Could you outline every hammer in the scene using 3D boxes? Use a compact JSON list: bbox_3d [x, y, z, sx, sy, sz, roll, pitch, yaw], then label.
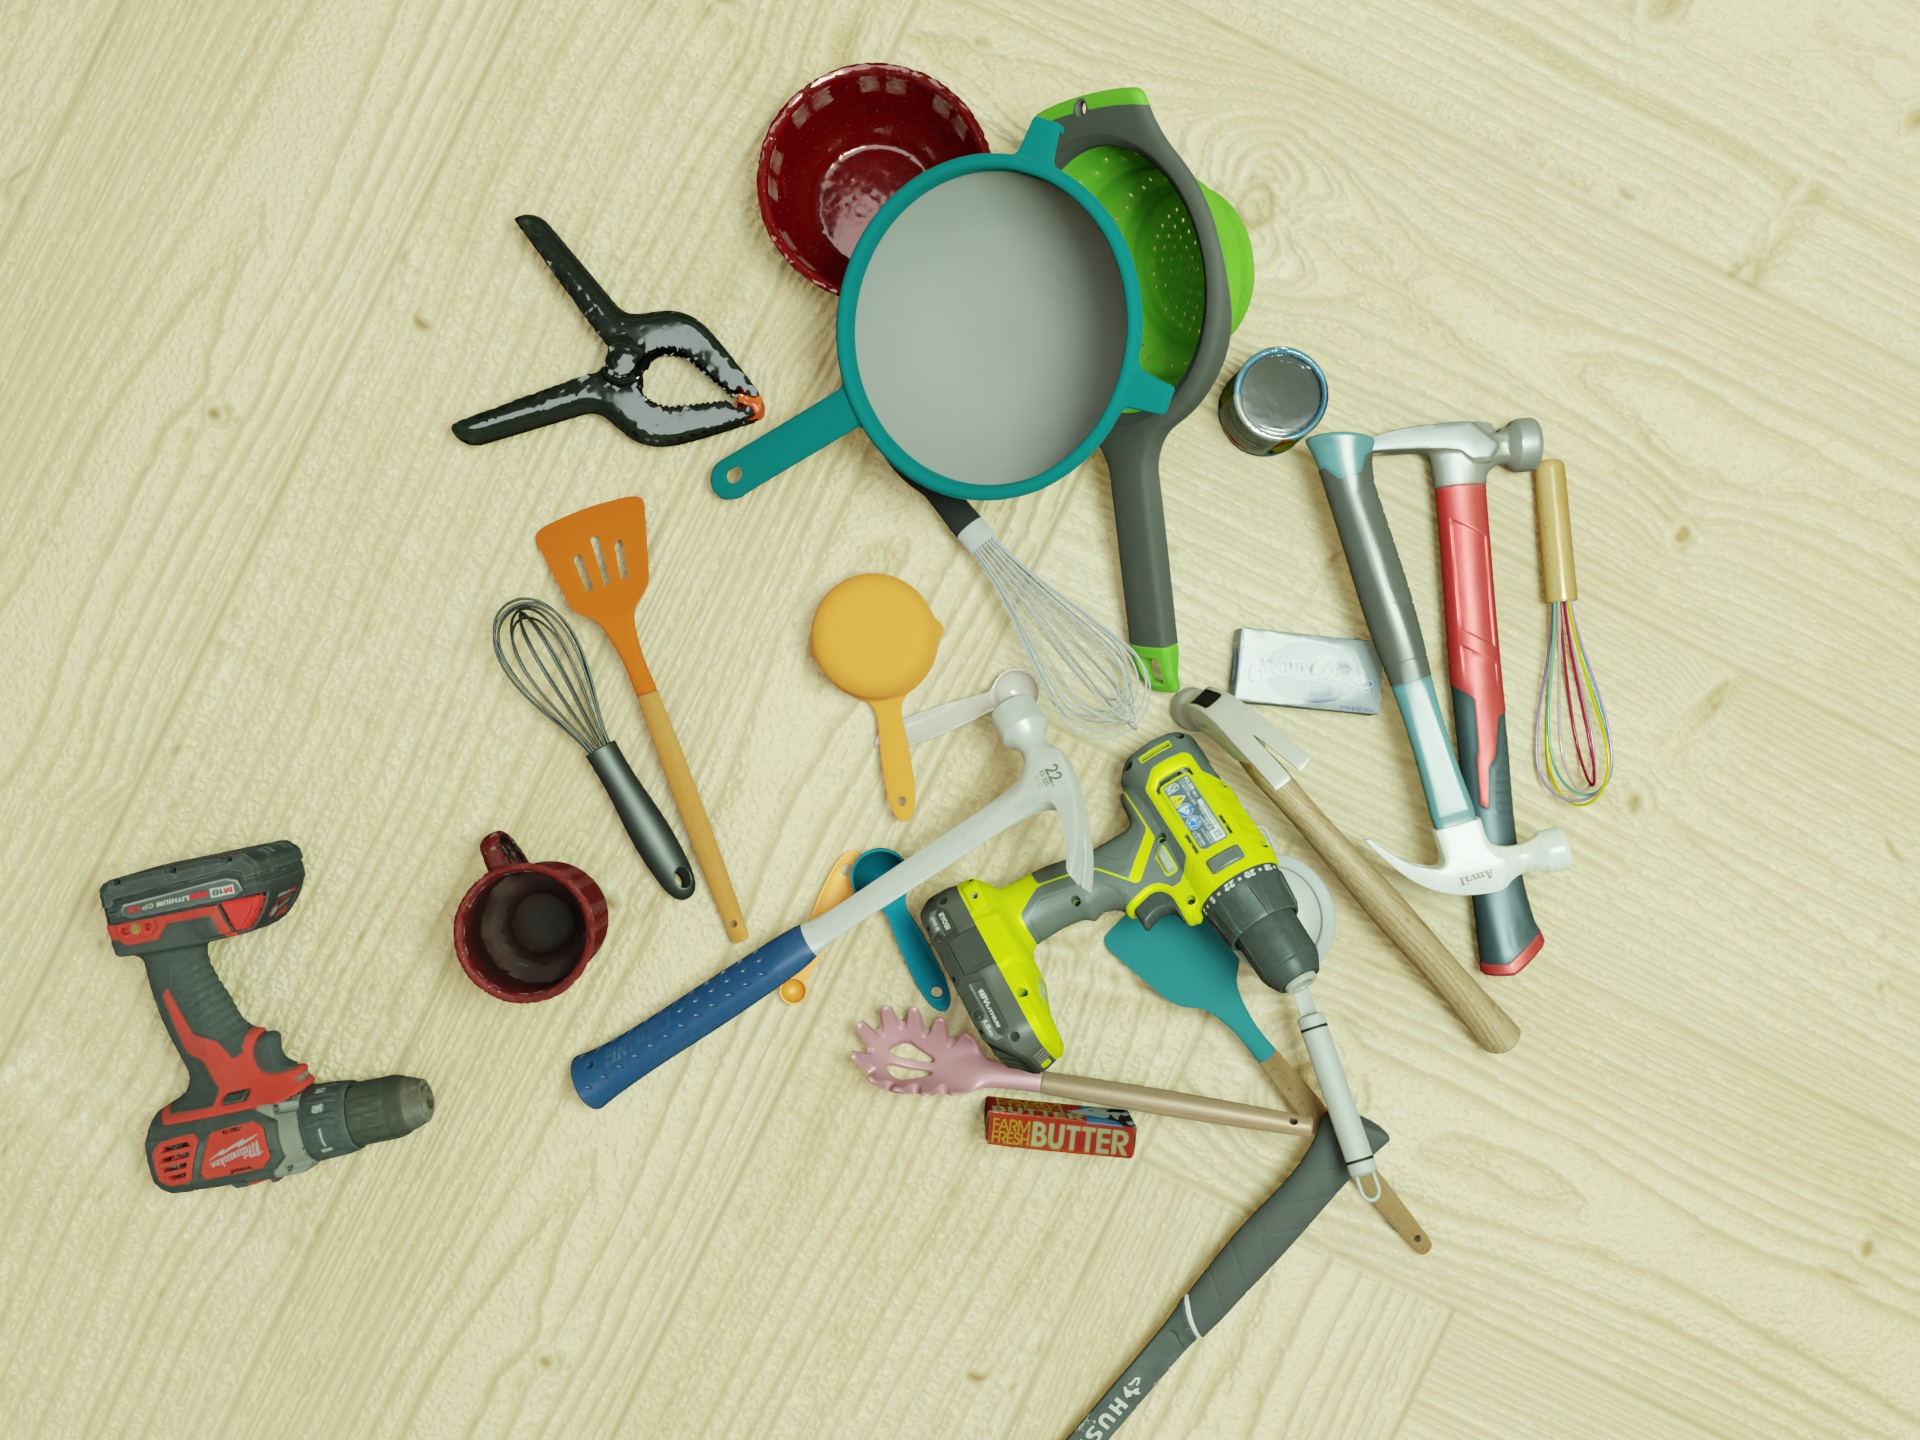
[{"bbox_3d":[0.152,0.431,1.099,0.149,0.036,0.409,40,93,-2],"label":"hammer"},{"bbox_3d":[0.272,0.105,1.087,0.031,0.130,0.331,-43,99,-3],"label":"hammer"},{"bbox_3d":[-0.091,0.146,1.065,0.405,0.035,0.144,-34,54,9],"label":"hammer"},{"bbox_3d":[0.348,-0.014,1.115,0.143,0.038,0.386,-5,90,0],"label":"hammer"},{"bbox_3d":[0.304,-0.040,1.082,0.128,0.033,0.331,-17,90,7],"label":"hammer"}]

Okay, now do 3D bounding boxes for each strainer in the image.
[{"bbox_3d":[0.235,0.199,1.085,0.087,0.050,0.259,-11,72,-17],"label":"strainer"},{"bbox_3d":[-0.019,-0.228,1.059,0.340,0.095,0.211,-24,88,30],"label":"strainer"}]

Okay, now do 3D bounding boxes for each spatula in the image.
[{"bbox_3d":[0.230,0.251,1.121,0.082,0.044,0.317,-39,95,-2],"label":"spatula"},{"bbox_3d":[-0.209,0.003,1.114,0.081,0.041,0.322,-20,94,-1],"label":"spatula"}]

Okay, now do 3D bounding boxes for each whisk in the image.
[{"bbox_3d":[-0.250,0.022,1.101,0.055,0.055,0.239,-30,95,-1],"label":"whisk"},{"bbox_3d":[0.427,-0.062,1.115,0.051,0.047,0.245,-4,87,0],"label":"whisk"},{"bbox_3d":[0.031,-0.103,1.100,0.070,0.070,0.284,-39,86,-1],"label":"whisk"}]

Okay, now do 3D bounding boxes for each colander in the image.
[{"bbox_3d":[0.139,-0.219,1.083,0.094,0.205,0.397,-20,109,-35],"label":"colander"}]

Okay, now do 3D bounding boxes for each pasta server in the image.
[{"bbox_3d":[0.083,0.250,1.090,0.316,0.040,0.060,8,61,7],"label":"pasta server"}]

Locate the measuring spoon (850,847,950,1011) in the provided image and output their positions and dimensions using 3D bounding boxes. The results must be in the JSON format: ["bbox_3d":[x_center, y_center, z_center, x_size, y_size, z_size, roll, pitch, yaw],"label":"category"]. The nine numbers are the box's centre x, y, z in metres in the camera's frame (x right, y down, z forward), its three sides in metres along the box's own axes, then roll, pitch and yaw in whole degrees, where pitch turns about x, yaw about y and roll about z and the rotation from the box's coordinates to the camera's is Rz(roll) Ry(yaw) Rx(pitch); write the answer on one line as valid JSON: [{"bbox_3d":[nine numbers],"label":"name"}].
[{"bbox_3d":[-0.038,0.147,1.122,0.042,0.021,0.128,-24,100,5],"label":"measuring spoon"}]

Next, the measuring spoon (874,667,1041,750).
[{"bbox_3d":[-0.002,-0.004,1.123,0.124,0.018,0.034,-20,79,6],"label":"measuring spoon"}]

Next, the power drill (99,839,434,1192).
[{"bbox_3d":[-0.471,0.200,1.083,0.188,0.080,0.226,-11,93,-1],"label":"power drill"}]

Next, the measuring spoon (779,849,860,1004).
[{"bbox_3d":[-0.098,0.145,1.122,0.021,0.011,0.117,24,86,-1],"label":"measuring spoon"}]

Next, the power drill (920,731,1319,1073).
[{"bbox_3d":[0.107,0.137,1.062,0.228,0.080,0.191,-30,61,1],"label":"power drill"}]

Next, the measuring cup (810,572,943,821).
[{"bbox_3d":[-0.053,-0.017,1.093,0.095,0.052,0.174,-9,84,1],"label":"measuring cup"}]
